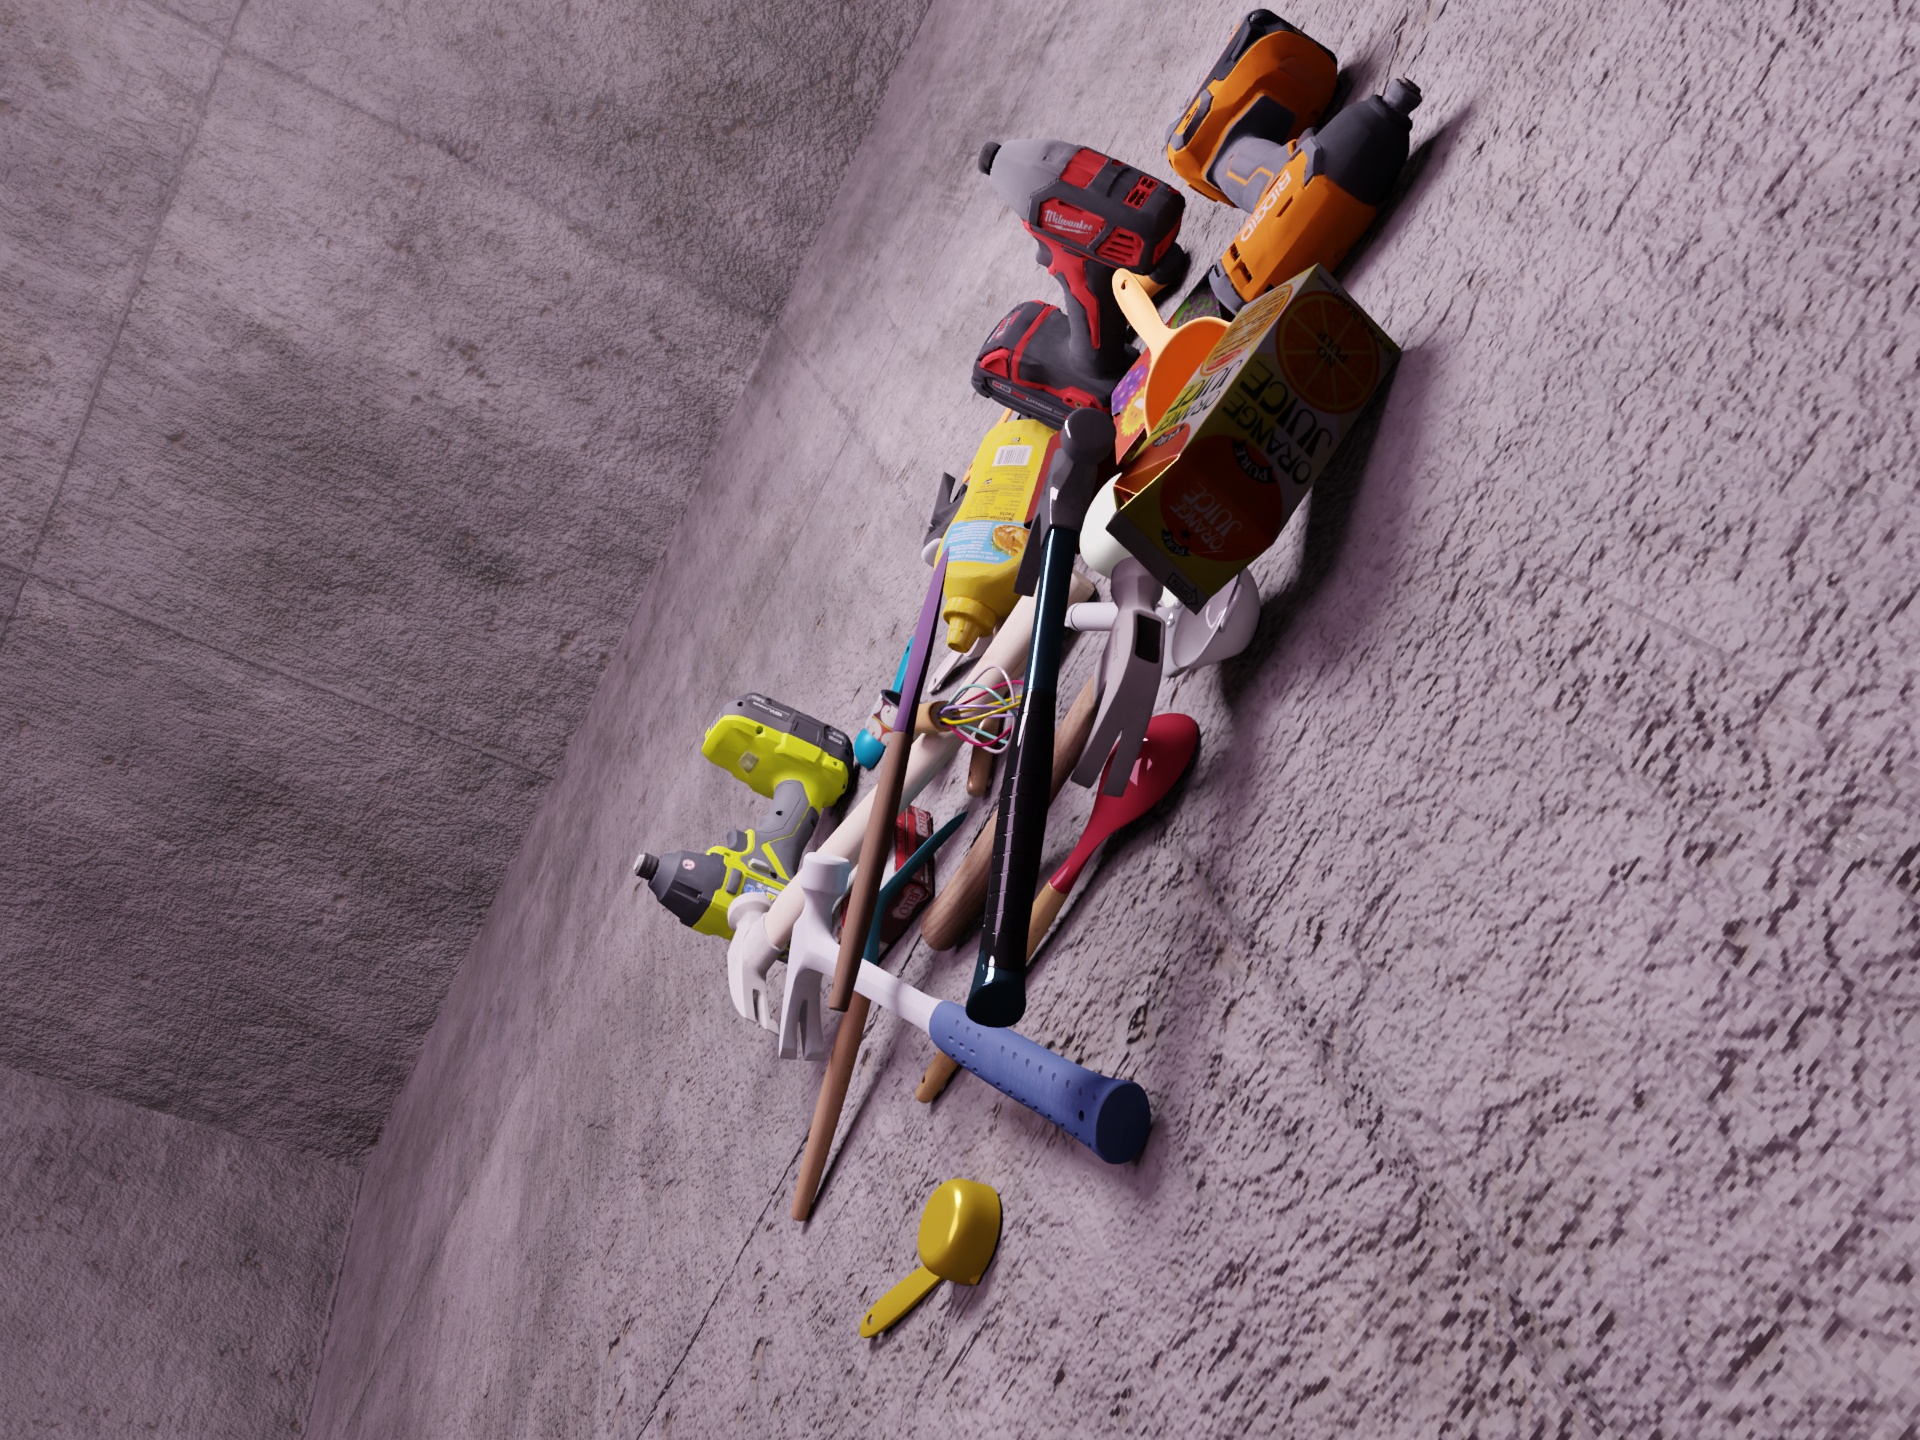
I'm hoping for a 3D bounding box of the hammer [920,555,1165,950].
[{"bbox_3d":[0.043,0.052,0.983,0.331,0.031,0.130,121,163,-46],"label":"hammer"}]

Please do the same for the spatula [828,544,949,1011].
[{"bbox_3d":[-0.044,0.034,1.041,0.059,0.018,0.316,131,153,-70],"label":"spatula"}]

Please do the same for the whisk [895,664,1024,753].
[{"bbox_3d":[0.000,-0.004,1.049,0.047,0.051,0.245,-51,12,-12],"label":"whisk"}]

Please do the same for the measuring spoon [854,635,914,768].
[{"bbox_3d":[-0.069,-0.020,1.430,0.042,0.021,0.129,-4,65,67],"label":"measuring spoon"}]

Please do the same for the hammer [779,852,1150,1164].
[{"bbox_3d":[-0.017,0.186,0.965,0.406,0.035,0.144,12,92,61],"label":"hammer"}]

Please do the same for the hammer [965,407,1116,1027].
[{"bbox_3d":[0.041,0.001,0.869,0.128,0.033,0.331,110,170,-67],"label":"hammer"}]

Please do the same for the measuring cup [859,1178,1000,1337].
[{"bbox_3d":[-0.029,0.323,0.936,0.156,0.029,0.062,-51,25,33],"label":"measuring cup"}]

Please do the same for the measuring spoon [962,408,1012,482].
[{"bbox_3d":[0.031,-0.251,1.333,0.117,0.011,0.021,-58,16,5],"label":"measuring spoon"}]

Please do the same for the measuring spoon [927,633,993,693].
[{"bbox_3d":[0.000,-0.048,1.308,0.124,0.018,0.034,135,150,-59],"label":"measuring spoon"}]

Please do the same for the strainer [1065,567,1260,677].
[{"bbox_3d":[0.120,-0.063,0.960,0.087,0.050,0.258,-65,20,-6],"label":"strainer"}]

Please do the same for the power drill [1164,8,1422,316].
[{"bbox_3d":[0.215,-0.372,1.029,0.164,0.084,0.227,-52,29,34],"label":"power drill"}]

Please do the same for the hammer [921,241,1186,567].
[{"bbox_3d":[0.073,-0.269,1.323,0.336,0.034,0.127,-47,19,37],"label":"hammer"}]

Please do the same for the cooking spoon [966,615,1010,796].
[{"bbox_3d":[0.037,-0.080,1.237,0.068,0.017,0.319,-36,35,50],"label":"cooking spoon"}]

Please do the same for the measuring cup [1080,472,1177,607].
[{"bbox_3d":[0.116,-0.110,1.040,0.083,0.038,0.168,-57,21,23],"label":"measuring cup"}]

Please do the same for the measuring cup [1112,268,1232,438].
[{"bbox_3d":[0.148,-0.230,1.009,0.095,0.052,0.174,-54,43,33],"label":"measuring cup"}]

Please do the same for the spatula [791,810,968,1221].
[{"bbox_3d":[-0.064,0.210,1.125,0.082,0.044,0.317,-15,-59,-78],"label":"spatula"}]

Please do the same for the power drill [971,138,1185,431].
[{"bbox_3d":[0.072,-0.311,1.129,0.078,0.143,0.219,-57,-12,-27],"label":"power drill"}]

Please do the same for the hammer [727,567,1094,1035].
[{"bbox_3d":[-0.041,0.052,1.174,0.410,0.038,0.146,-50,27,17],"label":"hammer"}]

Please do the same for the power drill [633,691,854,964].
[{"bbox_3d":[-0.181,0.090,1.380,0.080,0.171,0.223,-49,23,42],"label":"power drill"}]

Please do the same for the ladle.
[{"bbox_3d":[0.049,0.121,0.976,0.315,0.031,0.069,-59,19,23],"label":"ladle"}]
